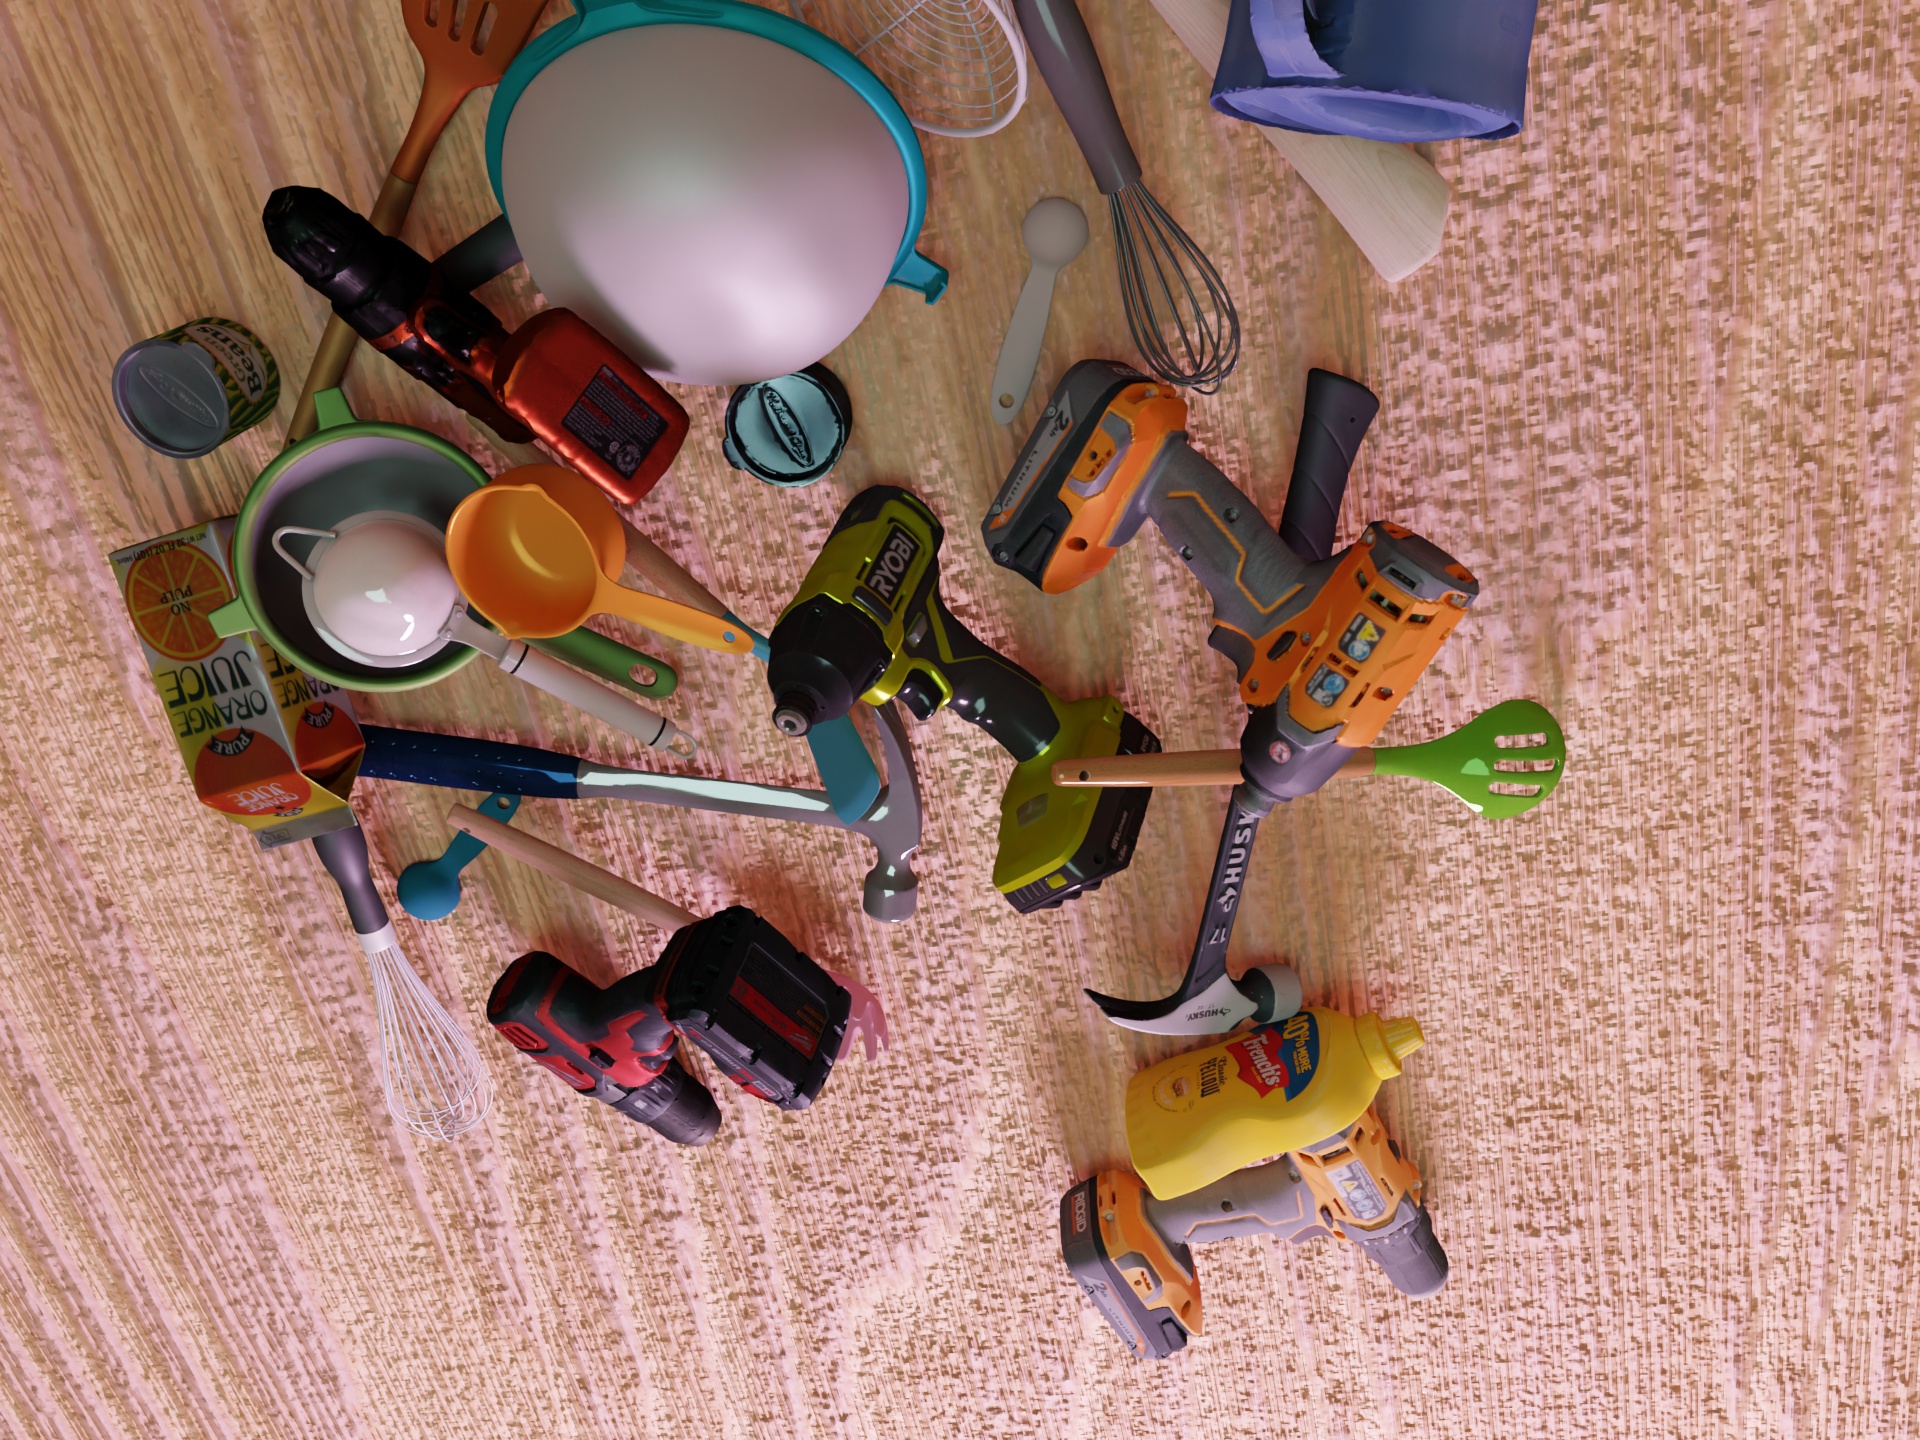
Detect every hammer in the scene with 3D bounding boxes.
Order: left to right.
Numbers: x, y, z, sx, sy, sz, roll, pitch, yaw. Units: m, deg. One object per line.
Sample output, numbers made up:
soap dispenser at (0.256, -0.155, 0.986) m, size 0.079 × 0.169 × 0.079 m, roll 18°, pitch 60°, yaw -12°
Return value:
hammer at (-0.223, 0.031, 0.980) m, size 0.405 × 0.035 × 0.144 m, roll 7°, pitch 112°, yaw 5°
hammer at (0.081, -0.363, 0.746) m, size 0.146 × 0.038 × 0.410 m, roll -38°, pitch 107°, yaw 24°
hammer at (0.167, 0.005, 0.899) m, size 0.149 × 0.036 × 0.408 m, roll -5°, pitch 116°, yaw -28°

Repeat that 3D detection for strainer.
strainer at (-0.286, -0.075, 0.928) m, size 0.256 × 0.069 × 0.151 m, roll 25°, pitch 92°, yaw -23°
strainer at (-0.256, -0.042, 0.887) m, size 0.258 × 0.050 × 0.087 m, roll 30°, pitch 76°, yaw -25°
strainer at (-0.138, -0.252, 0.697) m, size 0.211 × 0.095 × 0.340 m, roll -7°, pitch 152°, yaw 13°

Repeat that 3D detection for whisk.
whisk at (-0.377, 0.167, 1.049) m, size 0.070 × 0.070 × 0.284 m, roll -5°, pitch 118°, yaw 9°
whisk at (0.078, -0.263, 0.776) m, size 0.055 × 0.055 × 0.238 m, roll -22°, pitch 119°, yaw 17°

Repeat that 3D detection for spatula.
spatula at (-0.307, -0.265, 0.841) m, size 0.081 × 0.041 × 0.322 m, roll 30°, pitch 117°, yaw -9°
spatula at (-0.161, -0.067, 0.896) m, size 0.317 × 0.044 × 0.082 m, roll 40°, pitch 153°, yaw -1°

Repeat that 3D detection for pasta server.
pasta server at (-0.179, 0.134, 1.006) m, size 0.316 × 0.040 × 0.060 m, roll 29°, pitch 139°, yaw -18°

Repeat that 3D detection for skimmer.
skimmer at (-0.138, -0.274, 0.787) m, size 0.363 × 0.090 × 0.127 m, roll -24°, pitch 141°, yaw 20°

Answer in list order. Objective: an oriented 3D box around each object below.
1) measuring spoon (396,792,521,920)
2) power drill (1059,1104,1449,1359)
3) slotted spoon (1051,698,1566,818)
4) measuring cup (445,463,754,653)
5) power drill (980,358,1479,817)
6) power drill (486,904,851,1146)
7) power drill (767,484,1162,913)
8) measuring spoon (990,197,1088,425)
measuring spoon at (-0.326, 0.088, 1.032) m, size 0.042 × 0.021 × 0.128 m, roll 39°, pitch 113°, yaw -13°
power drill at (0.204, 0.349, 1.072) m, size 0.226 × 0.084 × 0.185 m, roll -28°, pitch 112°, yaw 15°
slotted spoon at (0.200, 0.025, 0.871) m, size 0.313 × 0.031 × 0.070 m, roll -1°, pitch 102°, yaw -15°
measuring cup at (-0.186, -0.080, 0.857) m, size 0.173 × 0.052 × 0.095 m, roll 20°, pitch 122°, yaw 1°
power drill at (0.125, -0.065, 0.815) m, size 0.227 × 0.084 × 0.164 m, roll 38°, pitch 114°, yaw 18°
power drill at (-0.174, 0.207, 1.013) m, size 0.227 × 0.080 × 0.187 m, roll -18°, pitch 127°, yaw 40°
power drill at (-0.001, -0.003, 0.866) m, size 0.223 × 0.171 × 0.080 m, roll 41°, pitch 134°, yaw -18°
measuring spoon at (0.037, -0.212, 0.838) m, size 0.034 × 0.018 × 0.124 m, roll 16°, pitch 118°, yaw -1°
